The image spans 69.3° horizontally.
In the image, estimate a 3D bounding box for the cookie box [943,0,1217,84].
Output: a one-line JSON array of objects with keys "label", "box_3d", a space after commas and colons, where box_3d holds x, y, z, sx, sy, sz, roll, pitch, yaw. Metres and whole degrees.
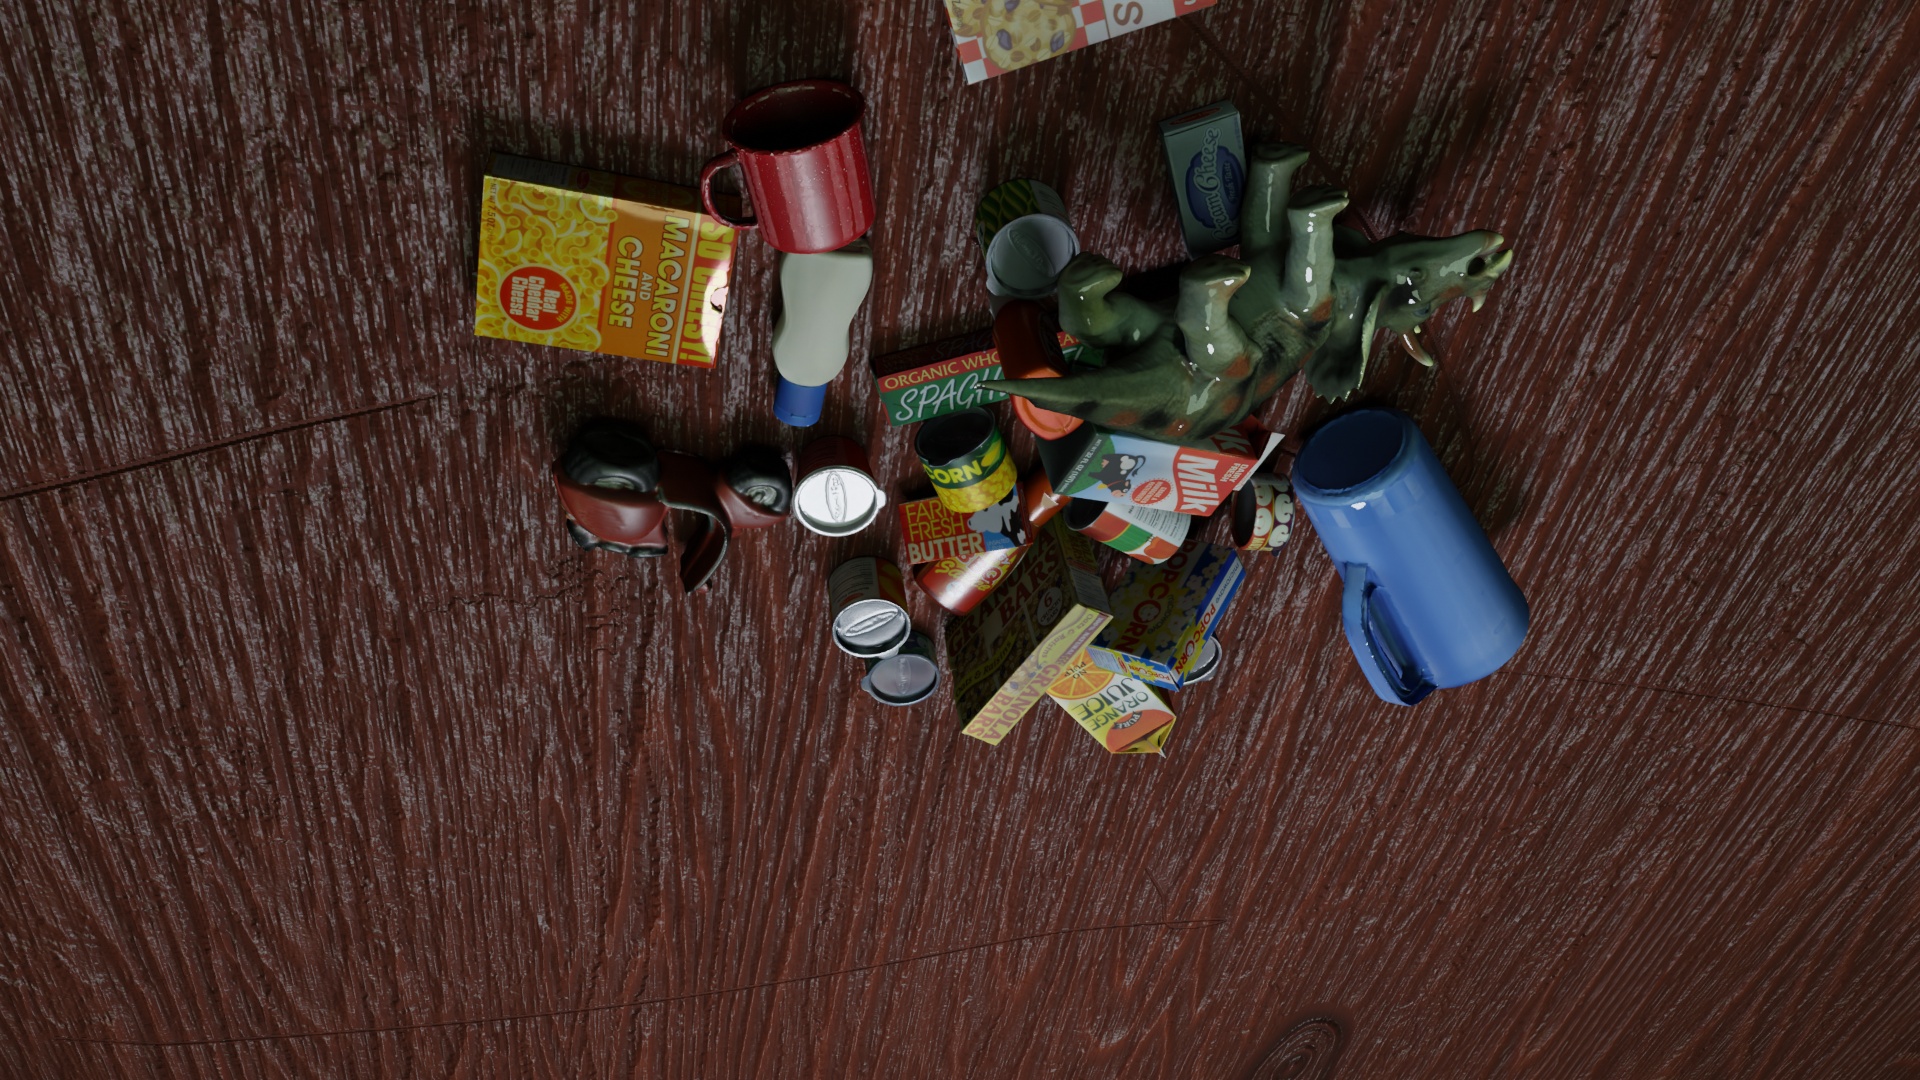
[{"label": "cookie box", "box_3d": [0.066, -0.370, 0.860, 0.167, 0.040, 0.122, -17, 130, 4]}]

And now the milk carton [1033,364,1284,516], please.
[{"label": "milk carton", "box_3d": [0.159, -0.073, 1.081, 0.191, 0.074, 0.072, 7, 139, -27]}]

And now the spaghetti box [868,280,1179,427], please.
[{"label": "spaghetti box", "box_3d": [0.058, -0.141, 1.053, 0.250, 0.029, 0.050, -14, 130, 2]}]

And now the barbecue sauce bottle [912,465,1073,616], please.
[{"label": "barbecue sauce bottle", "box_3d": [0.030, -0.003, 1.151, 0.065, 0.044, 0.148, 38, 114, -21]}]

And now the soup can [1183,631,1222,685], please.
[{"label": "soup can", "box_3d": [0.188, 0.077, 1.217, 0.071, 0.084, 0.071, -5, 130, -6]}]

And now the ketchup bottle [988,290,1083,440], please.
[{"label": "ketchup bottle", "box_3d": [0.048, -0.136, 0.977, 0.043, 0.149, 0.064, -28, 129, 13]}]

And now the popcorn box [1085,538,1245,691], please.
[{"label": "popcorn box", "box_3d": [0.170, 0.056, 1.157, 0.085, 0.127, 0.038, 13, 148, 40]}]

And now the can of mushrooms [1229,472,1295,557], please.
[{"label": "can of mushrooms", "box_3d": [0.251, -0.022, 1.158, 0.033, 0.071, 0.070, 2, 128, -10]}]

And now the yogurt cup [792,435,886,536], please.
[{"label": "yogurt cup", "box_3d": [-0.098, -0.045, 1.087, 0.072, 0.054, 0.072, -5, 129, -6]}]

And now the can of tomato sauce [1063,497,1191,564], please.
[{"label": "can of tomato sauce", "box_3d": [0.135, -0.024, 1.138, 0.083, 0.071, 0.071, 24, 121, -27]}]

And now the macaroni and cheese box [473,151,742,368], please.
[{"label": "macaroni and cheese box", "box_3d": [-0.242, -0.188, 0.955, 0.167, 0.040, 0.123, 7, 128, -15]}]

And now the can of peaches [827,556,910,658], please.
[{"label": "can of peaches", "box_3d": [-0.077, 0.057, 1.173, 0.071, 0.058, 0.070, -5, 130, -6]}]

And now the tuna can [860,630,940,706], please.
[{"label": "tuna can", "box_3d": [-0.055, 0.114, 1.239, 0.071, 0.033, 0.070, -5, 129, -6]}]

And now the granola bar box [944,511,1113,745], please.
[{"label": "granola bar box", "box_3d": [0.051, 0.071, 1.162, 0.039, 0.125, 0.164, 24, 121, -26]}]

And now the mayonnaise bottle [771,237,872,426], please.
[{"label": "mayonnaise bottle", "box_3d": [-0.107, -0.152, 1.008, 0.065, 0.041, 0.147, 7, 128, -14]}]

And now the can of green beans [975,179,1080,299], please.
[{"label": "can of green beans", "box_3d": [0.046, -0.212, 0.974, 0.071, 0.058, 0.071, -5, 130, -6]}]

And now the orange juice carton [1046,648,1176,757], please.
[{"label": "orange juice carton", "box_3d": [0.130, 0.123, 1.253, 0.073, 0.072, 0.192, -33, 126, 18]}]

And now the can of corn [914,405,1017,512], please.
[{"label": "can of corn", "box_3d": [0.004, -0.062, 1.081, 0.071, 0.071, 0.058, -21, 130, 7]}]

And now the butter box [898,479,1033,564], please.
[{"label": "butter box", "box_3d": [0.004, -0.014, 1.118, 0.103, 0.024, 0.053, -10, 91, 19]}]

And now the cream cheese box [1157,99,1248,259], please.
[{"label": "cream cheese box", "box_3d": [0.177, -0.254, 0.984, 0.053, 0.024, 0.103, -17, 130, 5]}]
